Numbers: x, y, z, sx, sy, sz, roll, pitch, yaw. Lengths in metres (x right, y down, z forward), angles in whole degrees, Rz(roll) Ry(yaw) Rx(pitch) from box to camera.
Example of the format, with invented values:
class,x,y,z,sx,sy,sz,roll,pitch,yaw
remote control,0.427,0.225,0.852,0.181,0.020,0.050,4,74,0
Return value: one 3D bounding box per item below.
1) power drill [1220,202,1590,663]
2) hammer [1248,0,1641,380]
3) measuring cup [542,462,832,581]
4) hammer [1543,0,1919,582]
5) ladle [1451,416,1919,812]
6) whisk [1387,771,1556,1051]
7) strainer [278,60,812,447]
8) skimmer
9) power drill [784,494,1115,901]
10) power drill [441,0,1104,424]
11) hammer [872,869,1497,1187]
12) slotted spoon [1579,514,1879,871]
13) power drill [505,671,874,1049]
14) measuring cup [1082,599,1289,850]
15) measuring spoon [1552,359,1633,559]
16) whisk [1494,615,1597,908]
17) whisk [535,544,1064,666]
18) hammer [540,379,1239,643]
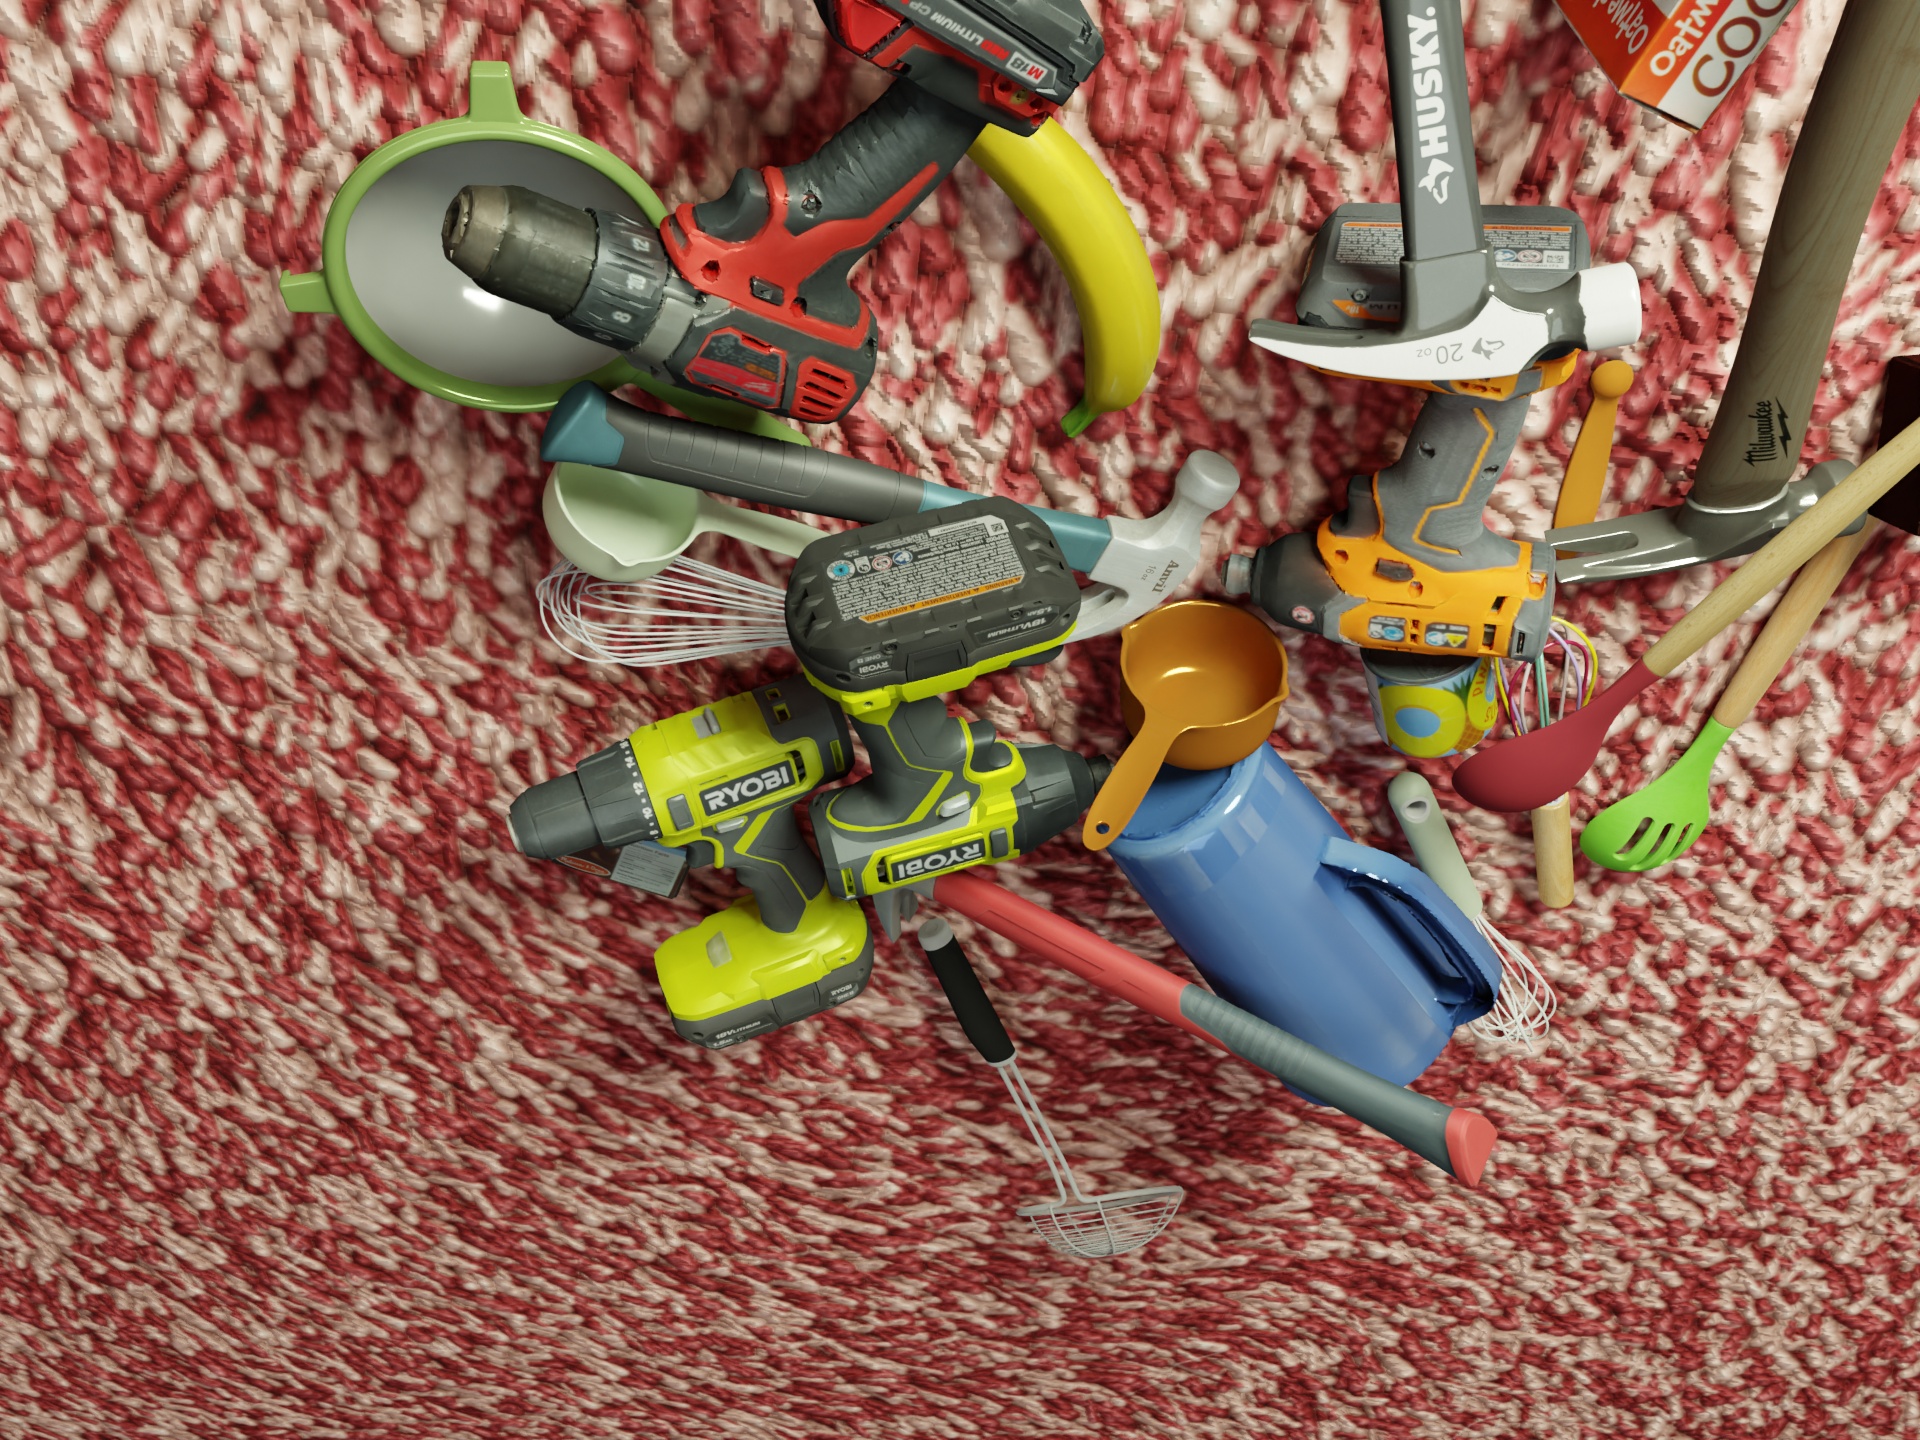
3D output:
class,x,y,z,sx,sy,sz,roll,pitch,yaw
power drill,0.205,-0.124,0.754,0.164,0.084,0.226,6,137,16
hammer,0.159,-0.288,0.577,0.146,0.035,0.334,-7,114,16
measuring cup,-0.134,-0.097,0.821,0.167,0.083,0.038,13,151,-30
hammer,0.328,-0.180,0.633,0.146,0.038,0.410,-11,151,9
ladle,0.361,-0.044,0.784,0.069,0.031,0.315,14,135,-27
whisk,0.318,0.123,0.997,0.058,0.059,0.246,-25,121,14
strainer,-0.165,-0.195,0.738,0.151,0.069,0.256,-34,140,27
skimmer,0.055,0.265,1.150,0.127,0.090,0.363,-15,119,20
power drill,-0.001,-0.003,0.821,0.171,0.080,0.223,-15,142,-7
power drill,-0.076,-0.222,0.618,0.187,0.080,0.226,13,136,-38
hammer,0.118,0.167,0.929,0.386,0.038,0.143,26,149,16
slotted spoon,0.432,-0.020,0.875,0.070,0.031,0.313,7,131,-9
power drill,-0.147,0.089,0.939,0.190,0.080,0.228,-20,133,-11
measuring cup,0.107,0.014,0.832,0.095,0.174,0.052,24,149,20
measuring spoon,0.315,-0.126,0.795,0.021,0.011,0.116,0,132,3
whisk,0.341,0.030,0.915,0.047,0.051,0.244,-15,133,9
whisk,-0.084,-0.054,0.858,0.284,0.070,0.070,5,132,-8
hammer,-0.035,-0.110,0.780,0.330,0.033,0.128,10,135,-20
